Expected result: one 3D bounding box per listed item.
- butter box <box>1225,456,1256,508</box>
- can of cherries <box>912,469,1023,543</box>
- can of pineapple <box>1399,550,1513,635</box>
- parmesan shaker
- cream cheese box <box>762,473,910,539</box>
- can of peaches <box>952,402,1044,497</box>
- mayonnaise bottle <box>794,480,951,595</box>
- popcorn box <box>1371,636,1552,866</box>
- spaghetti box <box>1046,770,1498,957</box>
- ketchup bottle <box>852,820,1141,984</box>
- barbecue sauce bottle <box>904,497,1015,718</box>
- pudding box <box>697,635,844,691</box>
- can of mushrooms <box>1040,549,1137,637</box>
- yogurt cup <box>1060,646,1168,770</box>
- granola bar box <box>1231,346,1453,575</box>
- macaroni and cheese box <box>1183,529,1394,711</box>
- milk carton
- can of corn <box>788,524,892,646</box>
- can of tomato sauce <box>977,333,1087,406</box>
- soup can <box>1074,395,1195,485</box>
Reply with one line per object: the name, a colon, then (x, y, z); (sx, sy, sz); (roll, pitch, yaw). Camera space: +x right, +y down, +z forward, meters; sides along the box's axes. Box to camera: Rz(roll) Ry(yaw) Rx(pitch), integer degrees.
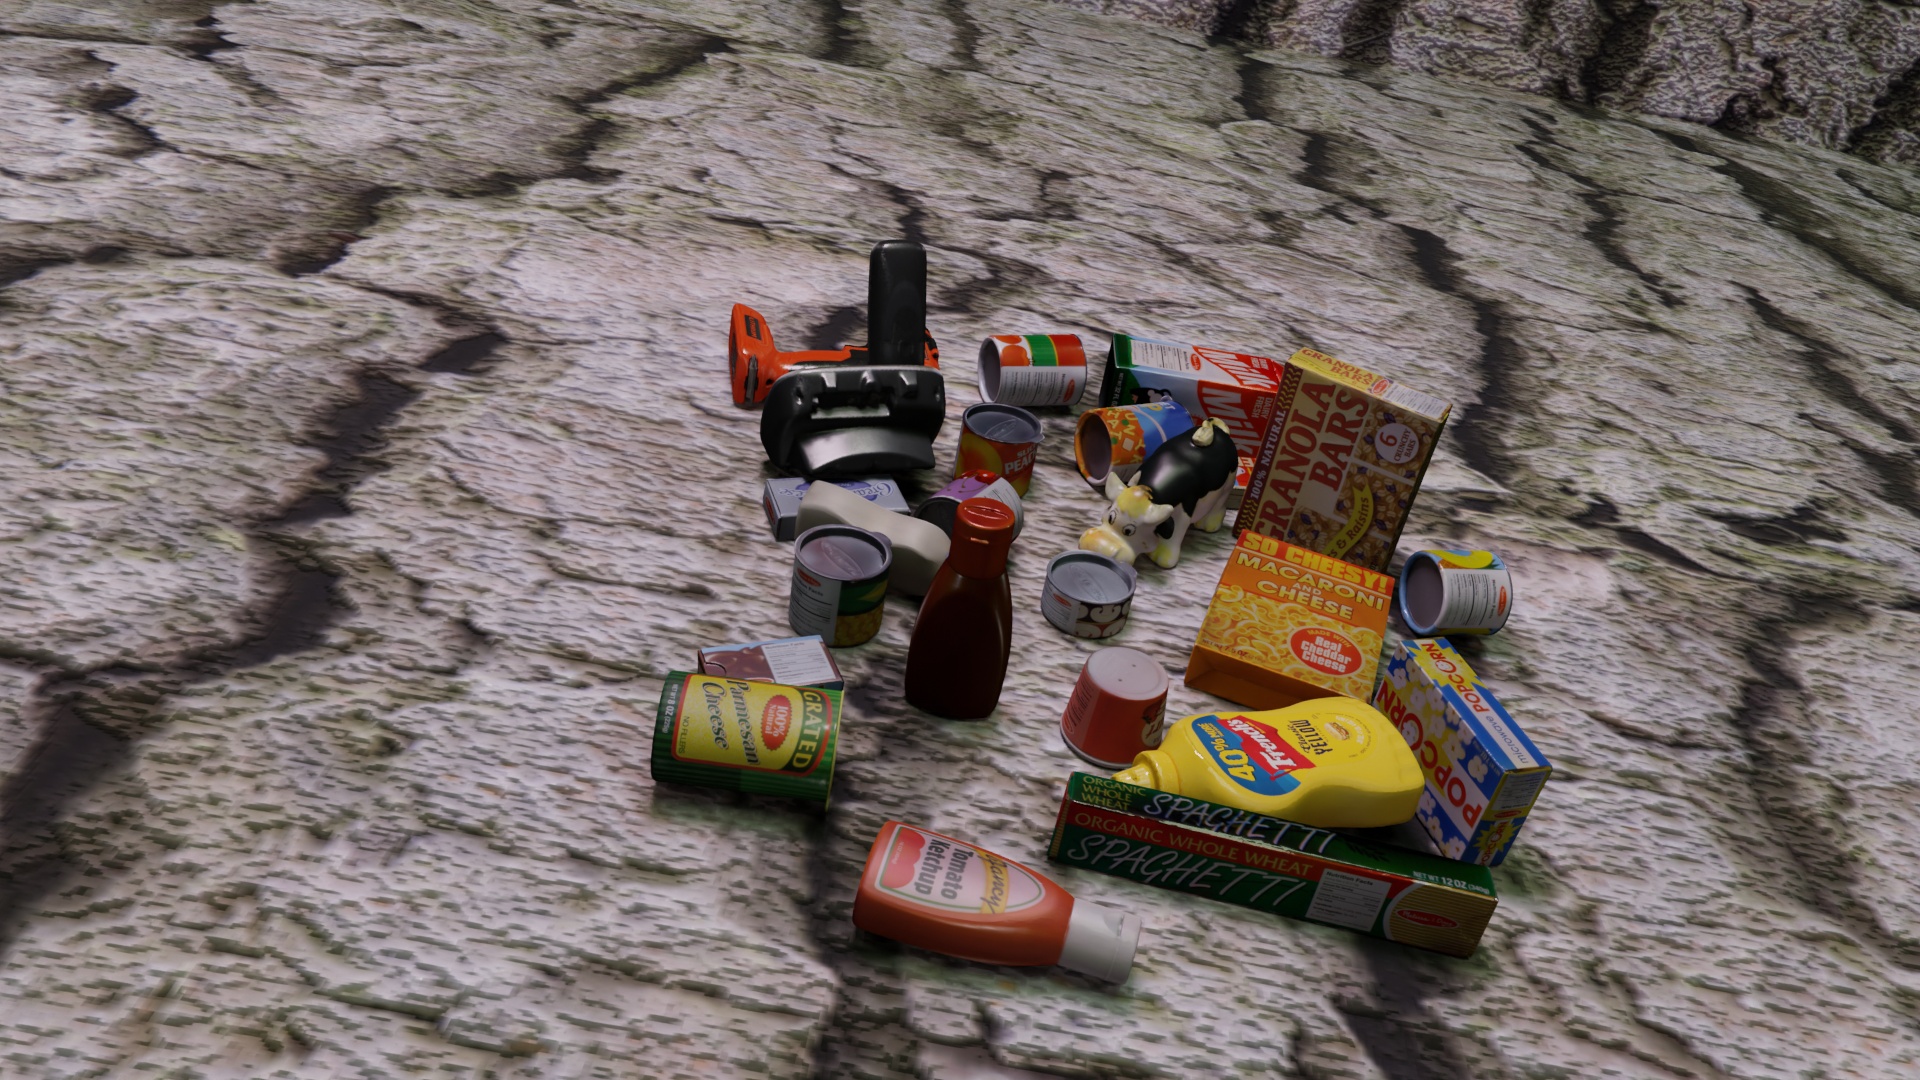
butter box: (0.248, -0.049, 1.199); (0.103, 0.024, 0.053); (5, 34, -9)
can of cherries: (0.004, -0.013, 1.039); (0.071, 0.071, 0.059); (25, 36, 20)
can of pineapple: (0.378, 0.040, 1.066); (0.058, 0.070, 0.071); (1, 34, -14)
parmesan shaker: (-0.123, 0.116, 0.808); (0.103, 0.071, 0.072); (8, 33, -4)
cream cheese box: (-0.096, -0.027, 1.067); (0.104, 0.024, 0.053); (-3, 36, -20)
can of peaches: (0.031, -0.072, 1.141); (0.071, 0.057, 0.071); (8, 33, -5)
mayonnaise bottle: (-0.045, 0.007, 0.999); (0.148, 0.064, 0.041); (20, 48, 6)
popcorn box: (0.313, 0.134, 0.888); (0.038, 0.084, 0.127); (-1, 35, -17)
spaghetti box: (0.177, 0.186, 0.802); (0.250, 0.050, 0.029); (13, 31, 3)
ketchup bottle: (0.021, 0.199, 0.745); (0.149, 0.043, 0.065); (16, 33, 6)
barbecue sauce bottle: (0.004, 0.044, 0.877); (0.065, 0.147, 0.044); (13, 34, 4)
pudding box: (-0.122, 0.089, 0.881); (0.084, 0.030, 0.050); (-6, 38, -23)
can of mushrooms: (0.095, 0.039, 1.015); (0.071, 0.033, 0.071); (7, 33, -5)
yogurt cup: (0.102, 0.106, 0.898); (0.072, 0.053, 0.073); (7, 32, -5)
granola bar box: (0.295, -0.052, 1.090); (0.124, 0.164, 0.039); (26, 37, 22)
macaroni and cheese box: (0.242, 0.065, 1.012); (0.124, 0.040, 0.167); (19, 35, 13)
milk carton: (0.227, -0.129, 1.270); (0.191, 0.072, 0.074); (8, 33, -2)
can of corn: (-0.081, 0.030, 0.954); (0.071, 0.058, 0.071); (7, 33, -5)
can of tomato sauce: (0.064, -0.156, 1.269); (0.083, 0.070, 0.071); (-3, 36, -19)
soup can: (0.148, -0.085, 1.184); (0.084, 0.071, 0.071); (-8, 37, -26)
